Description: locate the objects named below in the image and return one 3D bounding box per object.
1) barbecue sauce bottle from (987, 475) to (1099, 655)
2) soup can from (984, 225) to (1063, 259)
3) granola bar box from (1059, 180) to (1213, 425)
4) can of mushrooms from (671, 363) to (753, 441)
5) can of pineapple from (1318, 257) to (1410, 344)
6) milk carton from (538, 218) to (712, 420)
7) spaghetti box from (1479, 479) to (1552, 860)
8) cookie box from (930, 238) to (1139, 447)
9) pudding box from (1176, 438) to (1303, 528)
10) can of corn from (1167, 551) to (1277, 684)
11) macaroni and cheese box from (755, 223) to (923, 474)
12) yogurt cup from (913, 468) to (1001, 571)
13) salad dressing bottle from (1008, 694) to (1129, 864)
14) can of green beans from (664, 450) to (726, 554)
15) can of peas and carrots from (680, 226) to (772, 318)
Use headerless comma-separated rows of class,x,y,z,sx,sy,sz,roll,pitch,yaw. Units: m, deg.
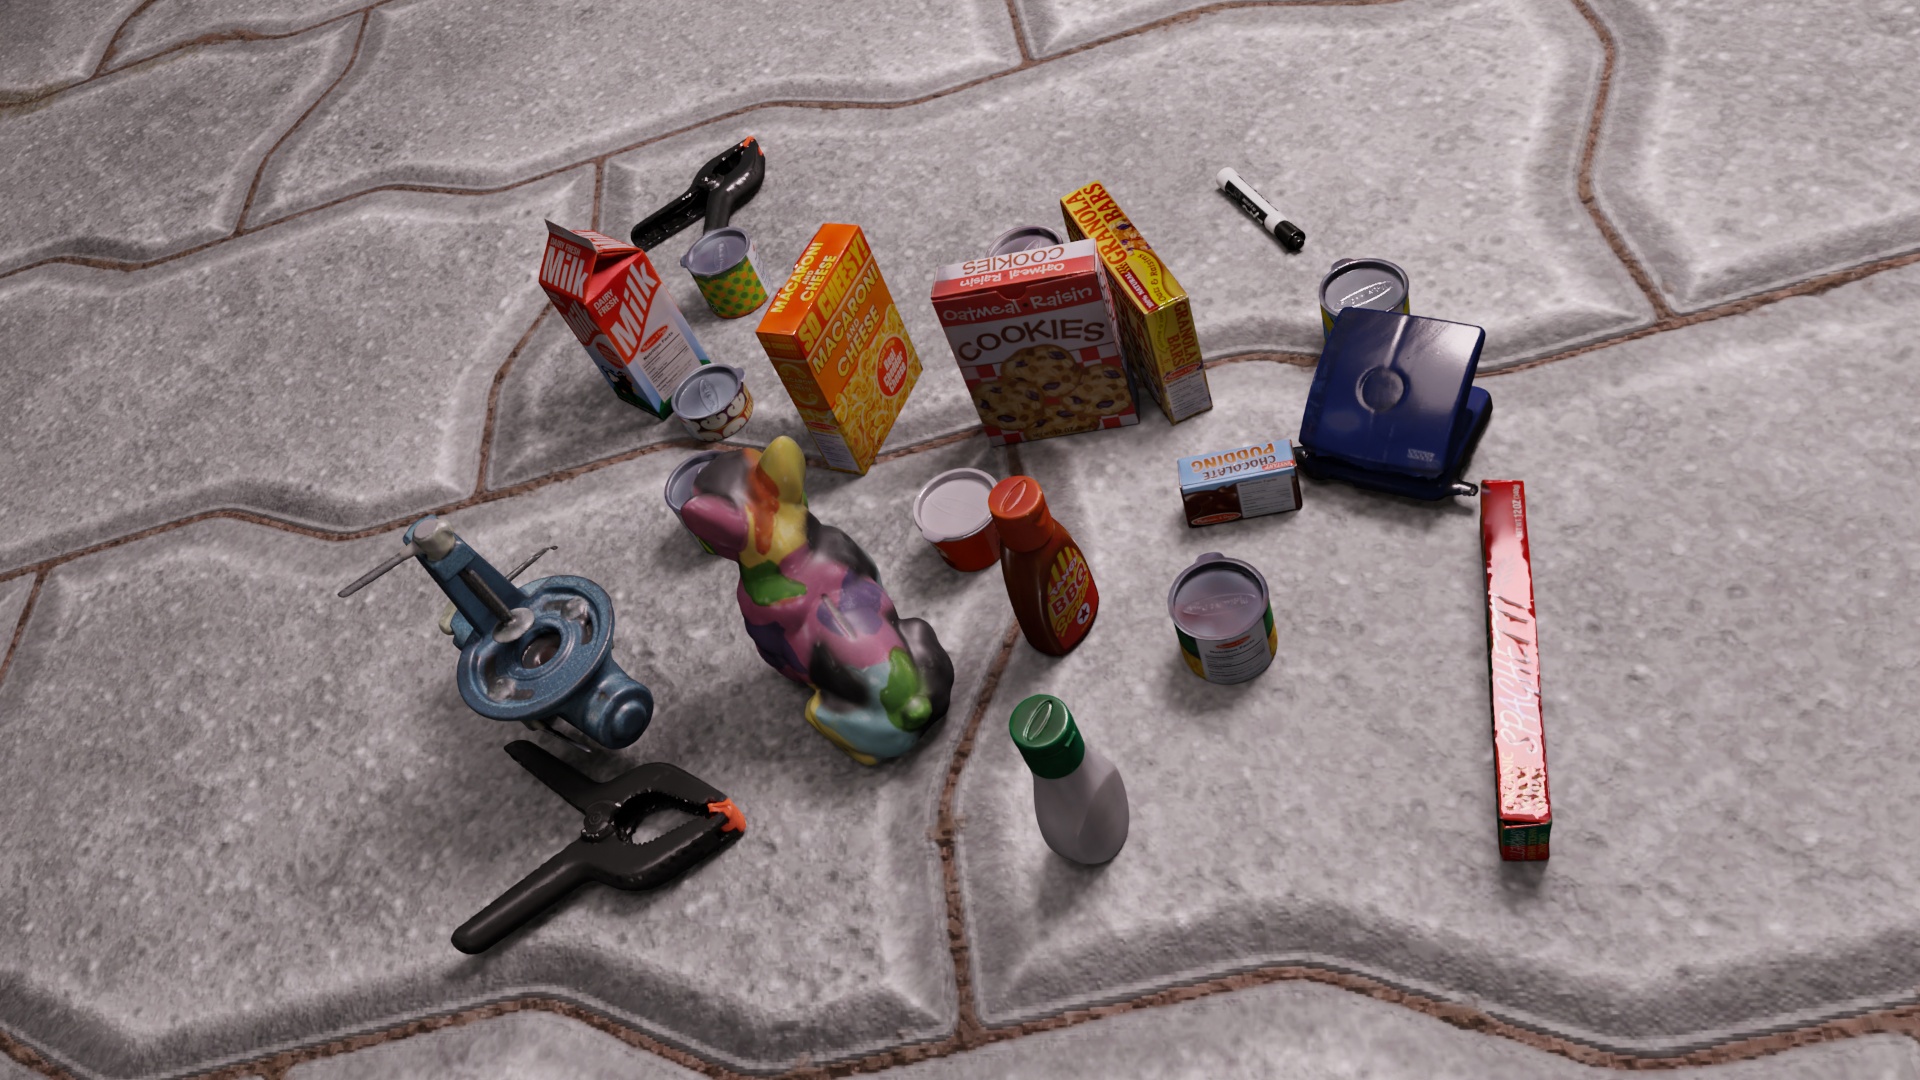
barbecue sauce bottle,0.055,0.015,0.947,0.044,0.148,0.065,19,62,32
soup can,0.065,-0.211,1.166,0.071,0.083,0.072,-10,50,13
granola bar box,0.137,-0.188,1.095,0.039,0.123,0.166,-26,49,0
can of mushrooms,-0.218,-0.124,1.234,0.071,0.033,0.071,-10,50,13
can of pineapple,0.310,-0.174,1.064,0.071,0.057,0.071,-10,50,13
milk carton,-0.300,-0.202,1.224,0.072,0.189,0.074,26,66,35
spaghetti box,0.341,0.074,0.859,0.028,0.050,0.251,-2,52,19
cookie box,0.061,-0.146,1.061,0.123,0.166,0.040,-8,51,15
pudding box,0.201,-0.041,1.003,0.083,0.049,0.030,-11,50,12
can of corn,0.176,0.052,0.932,0.071,0.058,0.071,-10,50,13
macaroni and cheese box,-0.095,-0.153,1.124,0.040,0.165,0.124,9,57,27
yogurt cup,0.004,-0.013,1.051,0.072,0.053,0.073,-10,50,13
salad dressing bottle,0.066,0.145,0.840,0.044,0.147,0.064,18,61,31
can of green beans,-0.200,-0.031,1.137,0.071,0.057,0.071,-10,50,13
can of peas and carrots,-0.222,-0.254,1.323,0.071,0.058,0.071,-10,50,13
